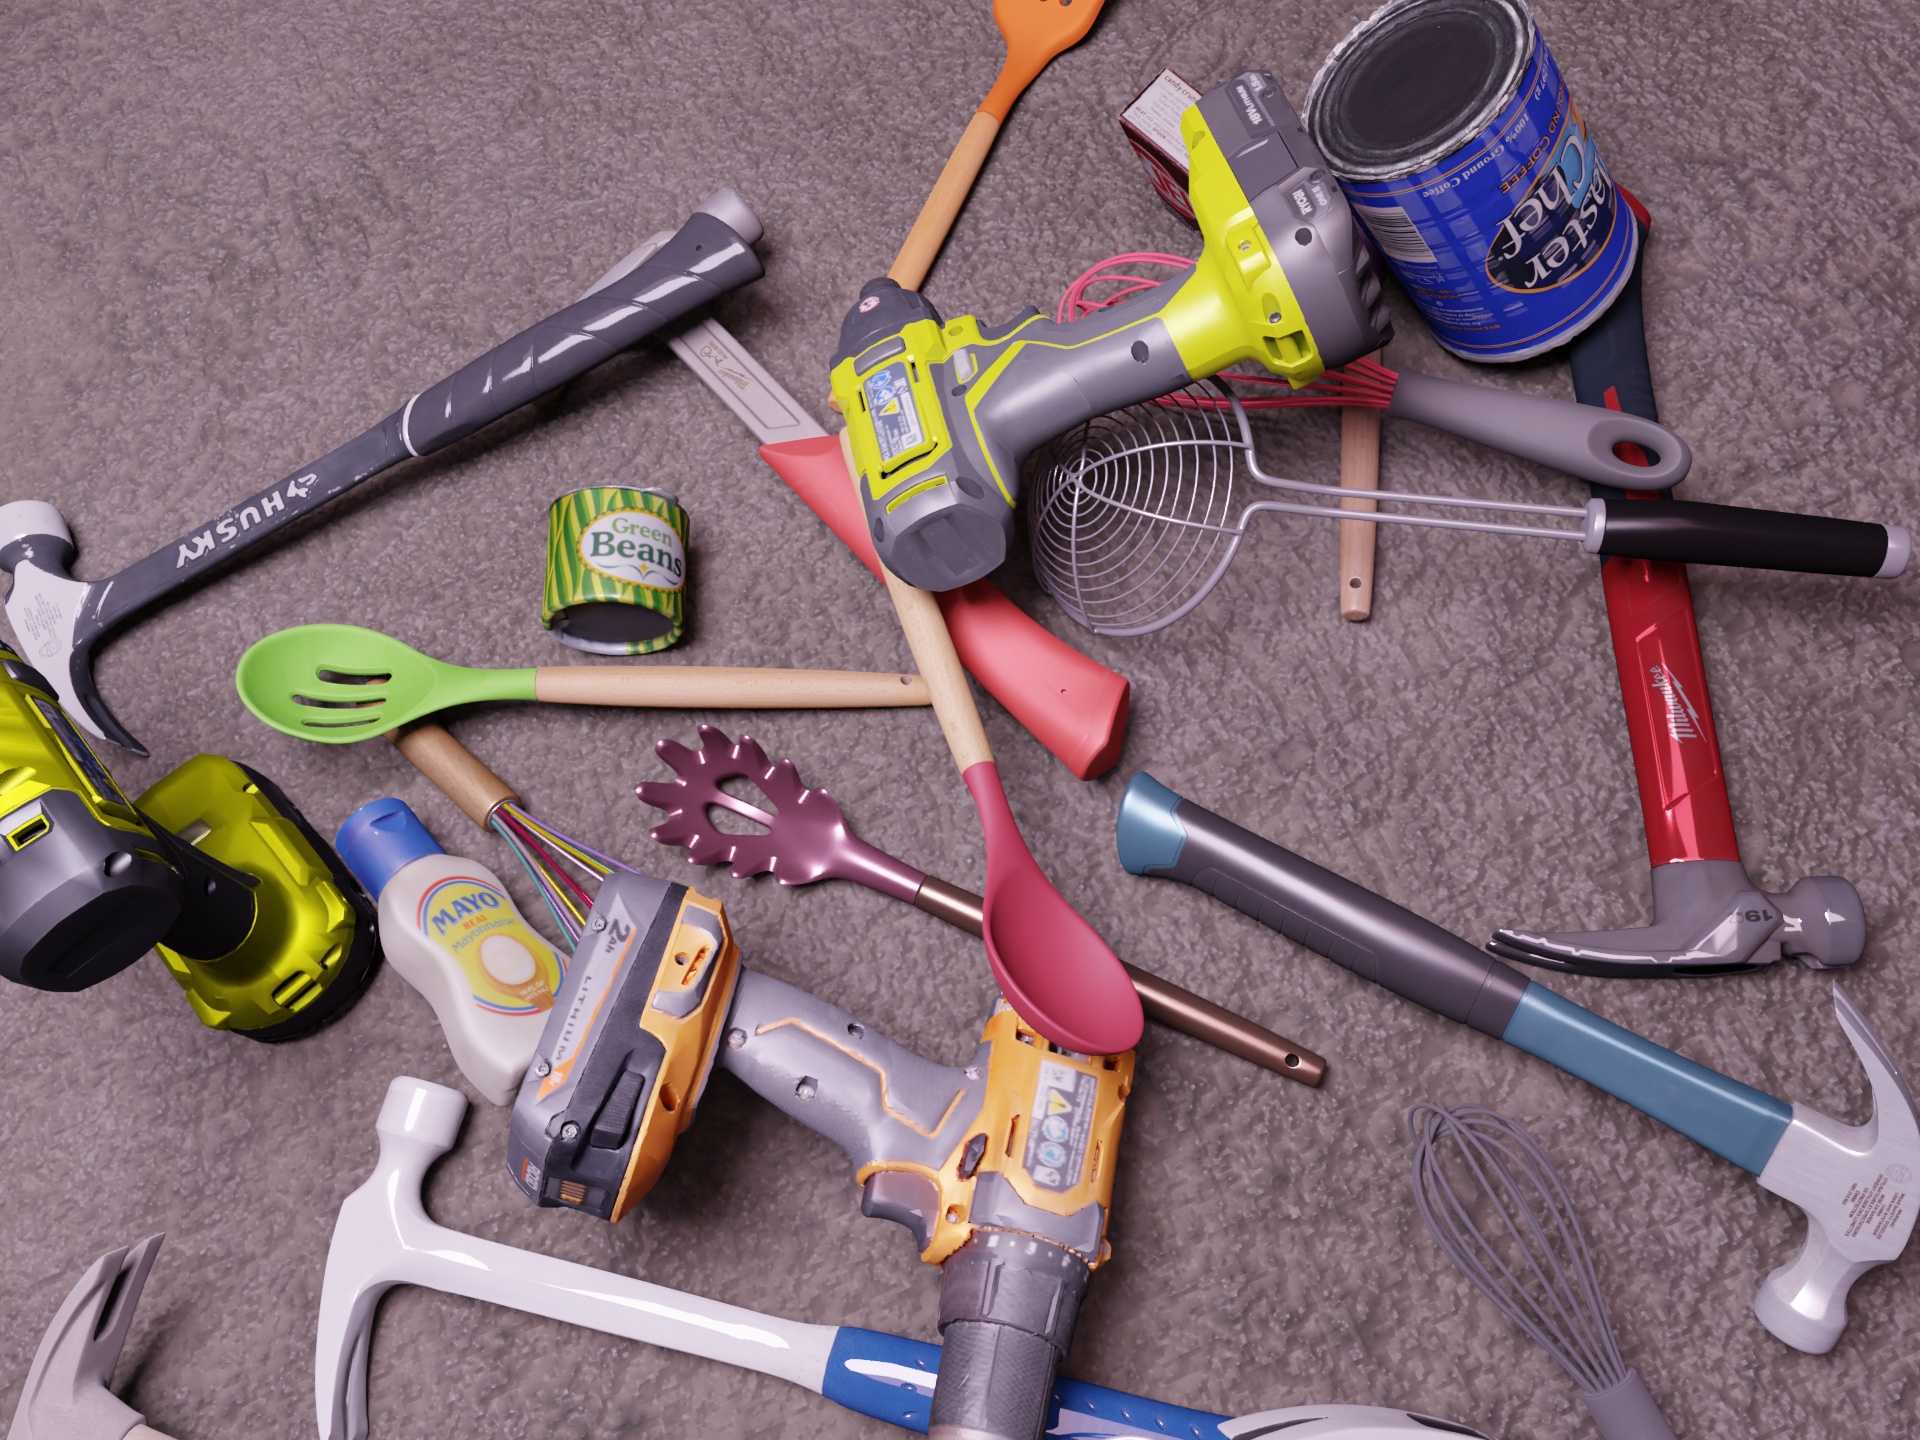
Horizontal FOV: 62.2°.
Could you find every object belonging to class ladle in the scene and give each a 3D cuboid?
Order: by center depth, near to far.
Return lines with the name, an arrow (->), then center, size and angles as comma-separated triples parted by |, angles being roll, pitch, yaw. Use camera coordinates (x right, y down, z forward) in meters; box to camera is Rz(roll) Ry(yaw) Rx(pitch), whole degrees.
ladle -> -0.001, -0.002, 0.662 | 0.031, 0.069, 0.316 | -41, 57, 34

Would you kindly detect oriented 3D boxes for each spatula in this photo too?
spatula -> 0.195, -0.194, 0.780 | 0.060, 0.018, 0.316 | -1, 68, 19
spatula -> 0.002, -0.301, 0.830 | 0.081, 0.041, 0.323 | 20, 73, 16

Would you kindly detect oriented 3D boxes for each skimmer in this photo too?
skimmer -> 0.208, -0.087, 0.700 | 0.363, 0.090, 0.127 | 6, 86, 7

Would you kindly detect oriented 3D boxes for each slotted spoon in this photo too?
slotted spoon -> -0.168, -0.014, 0.730 | 0.313, 0.031, 0.070 | 1, 50, -2

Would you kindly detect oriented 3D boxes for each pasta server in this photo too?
pasta server -> 0.006, 0.084, 0.683 | 0.316, 0.040, 0.060 | 23, 85, 13

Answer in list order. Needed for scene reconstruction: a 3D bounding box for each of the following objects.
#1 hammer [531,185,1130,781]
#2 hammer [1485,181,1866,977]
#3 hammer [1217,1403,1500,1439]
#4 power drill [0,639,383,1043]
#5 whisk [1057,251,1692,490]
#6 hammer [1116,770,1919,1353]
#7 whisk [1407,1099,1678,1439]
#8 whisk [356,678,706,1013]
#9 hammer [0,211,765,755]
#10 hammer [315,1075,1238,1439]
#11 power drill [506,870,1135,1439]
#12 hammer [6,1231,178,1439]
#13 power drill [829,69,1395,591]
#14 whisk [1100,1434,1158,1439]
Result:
hammer -> -0.059, -0.100, 0.751 | 0.149, 0.036, 0.359 | -43, 70, -1
hammer -> 0.289, -0.078, 0.715 | 0.143, 0.038, 0.387 | -3, 69, 7
hammer -> 0.110, 0.401, 0.534 | 0.146, 0.035, 0.335 | 25, 77, -10
power drill -> -0.341, 0.037, 0.635 | 0.080, 0.228, 0.191 | -41, 71, -10
whisk -> 0.181, -0.156, 0.728 | 0.296, 0.073, 0.073 | 20, 72, 18
hammer -> 0.208, 0.110, 0.634 | 0.331, 0.033, 0.128 | 27, 110, 21
whisk -> 0.238, 0.247, 0.588 | 0.055, 0.055, 0.239 | -28, 77, -5
whisk -> -0.194, 0.058, 0.715 | 0.245, 0.047, 0.051 | 37, 65, 22
hammer -> -0.279, -0.130, 0.772 | 0.409, 0.036, 0.149 | -28, 71, 3
hammer -> -0.063, 0.255, 0.625 | 0.405, 0.035, 0.144 | 11, 70, 10
power drill -> -0.051, 0.167, 0.595 | 0.226, 0.084, 0.185 | 18, 54, -6
hammer -> -0.178, 0.341, 0.576 | 0.411, 0.038, 0.146 | 23, 95, 14
power drill -> 0.051, -0.170, 0.674 | 0.223, 0.080, 0.171 | -25, 52, 14
whisk -> -0.018, 0.322, 0.569 | 0.246, 0.059, 0.058 | -30, 78, 11
